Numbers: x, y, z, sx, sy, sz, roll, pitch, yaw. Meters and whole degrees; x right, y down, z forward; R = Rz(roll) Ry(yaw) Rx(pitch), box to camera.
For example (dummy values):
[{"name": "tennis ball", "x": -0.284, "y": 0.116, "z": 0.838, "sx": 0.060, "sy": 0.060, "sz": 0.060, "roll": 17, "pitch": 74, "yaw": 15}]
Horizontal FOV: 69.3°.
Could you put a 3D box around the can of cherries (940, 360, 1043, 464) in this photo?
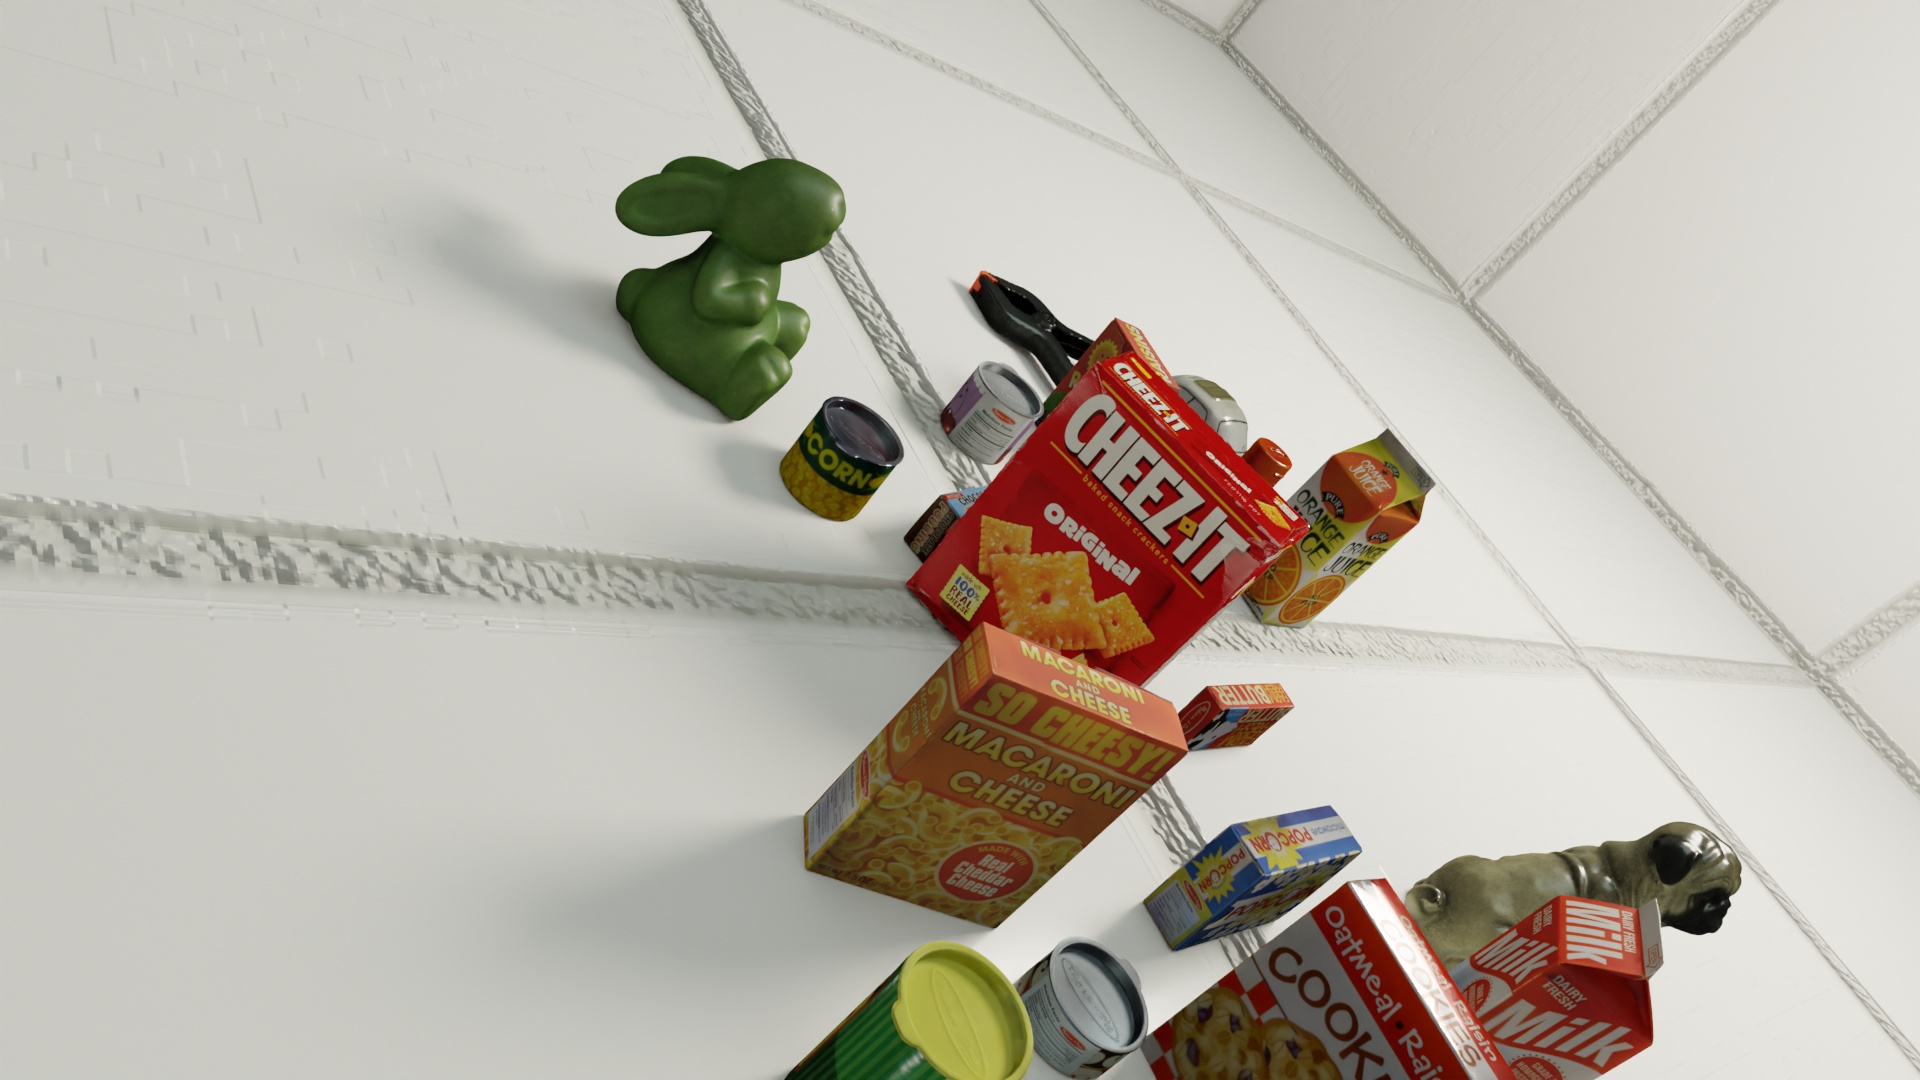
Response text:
[{"name": "can of cherries", "x": 0.026, "y": -0.106, "z": 1.149, "sx": 0.071, "sy": 0.058, "sz": 0.072, "roll": 29, "pitch": 31, "yaw": -19}]

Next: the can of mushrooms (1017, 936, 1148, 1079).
[{"name": "can of mushrooms", "x": 0.066, "y": 0.247, "z": 0.737, "sx": 0.071, "sy": 0.033, "sz": 0.071, "roll": 29, "pitch": 31, "yaw": -19}]

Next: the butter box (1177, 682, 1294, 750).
[{"name": "butter box", "x": 0.200, "y": 0.131, "z": 1.033, "sx": 0.103, "sy": 0.053, "sz": 0.024, "roll": 5, "pitch": 45, "yaw": -47}]

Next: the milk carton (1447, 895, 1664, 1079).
[{"name": "milk carton", "x": 0.354, "y": 0.289, "z": 0.854, "sx": 0.073, "sy": 0.189, "sz": 0.072, "roll": 42, "pitch": 29, "yaw": 3}]

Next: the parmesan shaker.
[{"name": "parmesan shaker", "x": -0.028, "y": 0.225, "z": 0.587, "sx": 0.071, "sy": 0.102, "sz": 0.072, "roll": 29, "pitch": 31, "yaw": -19}]

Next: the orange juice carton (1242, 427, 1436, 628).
[{"name": "orange juice carton", "x": 0.333, "y": -0.010, "z": 1.237, "sx": 0.073, "sy": 0.191, "sz": 0.072, "roll": 9, "pitch": 42, "yaw": -44}]

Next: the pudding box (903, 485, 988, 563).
[{"name": "pudding box", "x": 0.004, "y": -0.013, "z": 1.004, "sx": 0.030, "sy": 0.049, "sz": 0.084, "roll": 50, "pitch": 31, "yaw": 17}]

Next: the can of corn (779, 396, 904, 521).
[{"name": "can of corn", "x": -0.083, "y": -0.055, "z": 0.952, "sx": 0.071, "sy": 0.058, "sz": 0.071, "roll": 29, "pitch": 31, "yaw": -19}]

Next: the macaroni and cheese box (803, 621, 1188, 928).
[{"name": "macaroni and cheese box", "x": 0.015, "y": 0.124, "z": 0.710, "sx": 0.123, "sy": 0.165, "sz": 0.040, "roll": 25, "pitch": 33, "yaw": -26}]

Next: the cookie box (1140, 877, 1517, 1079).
[{"name": "cookie box", "x": 0.183, "y": 0.269, "z": 0.707, "sx": 0.040, "sy": 0.166, "sz": 0.123, "roll": 10, "pitch": 41, "yaw": -43}]

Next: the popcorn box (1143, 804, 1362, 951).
[{"name": "popcorn box", "x": 0.186, "y": 0.211, "z": 0.874, "sx": 0.127, "sy": 0.085, "sz": 0.038, "roll": 4, "pitch": 45, "yaw": -47}]

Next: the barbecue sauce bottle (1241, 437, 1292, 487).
[{"name": "barbecue sauce bottle", "x": 0.214, "y": -0.022, "z": 1.161, "sx": 0.065, "sy": 0.148, "sz": 0.044, "roll": 13, "pitch": 39, "yaw": -40}]

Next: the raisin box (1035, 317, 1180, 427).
[{"name": "raisin box", "x": 0.125, "y": -0.120, "z": 1.216, "sx": 0.040, "sy": 0.123, "sz": 0.086, "roll": 15, "pitch": 38, "yaw": -39}]
